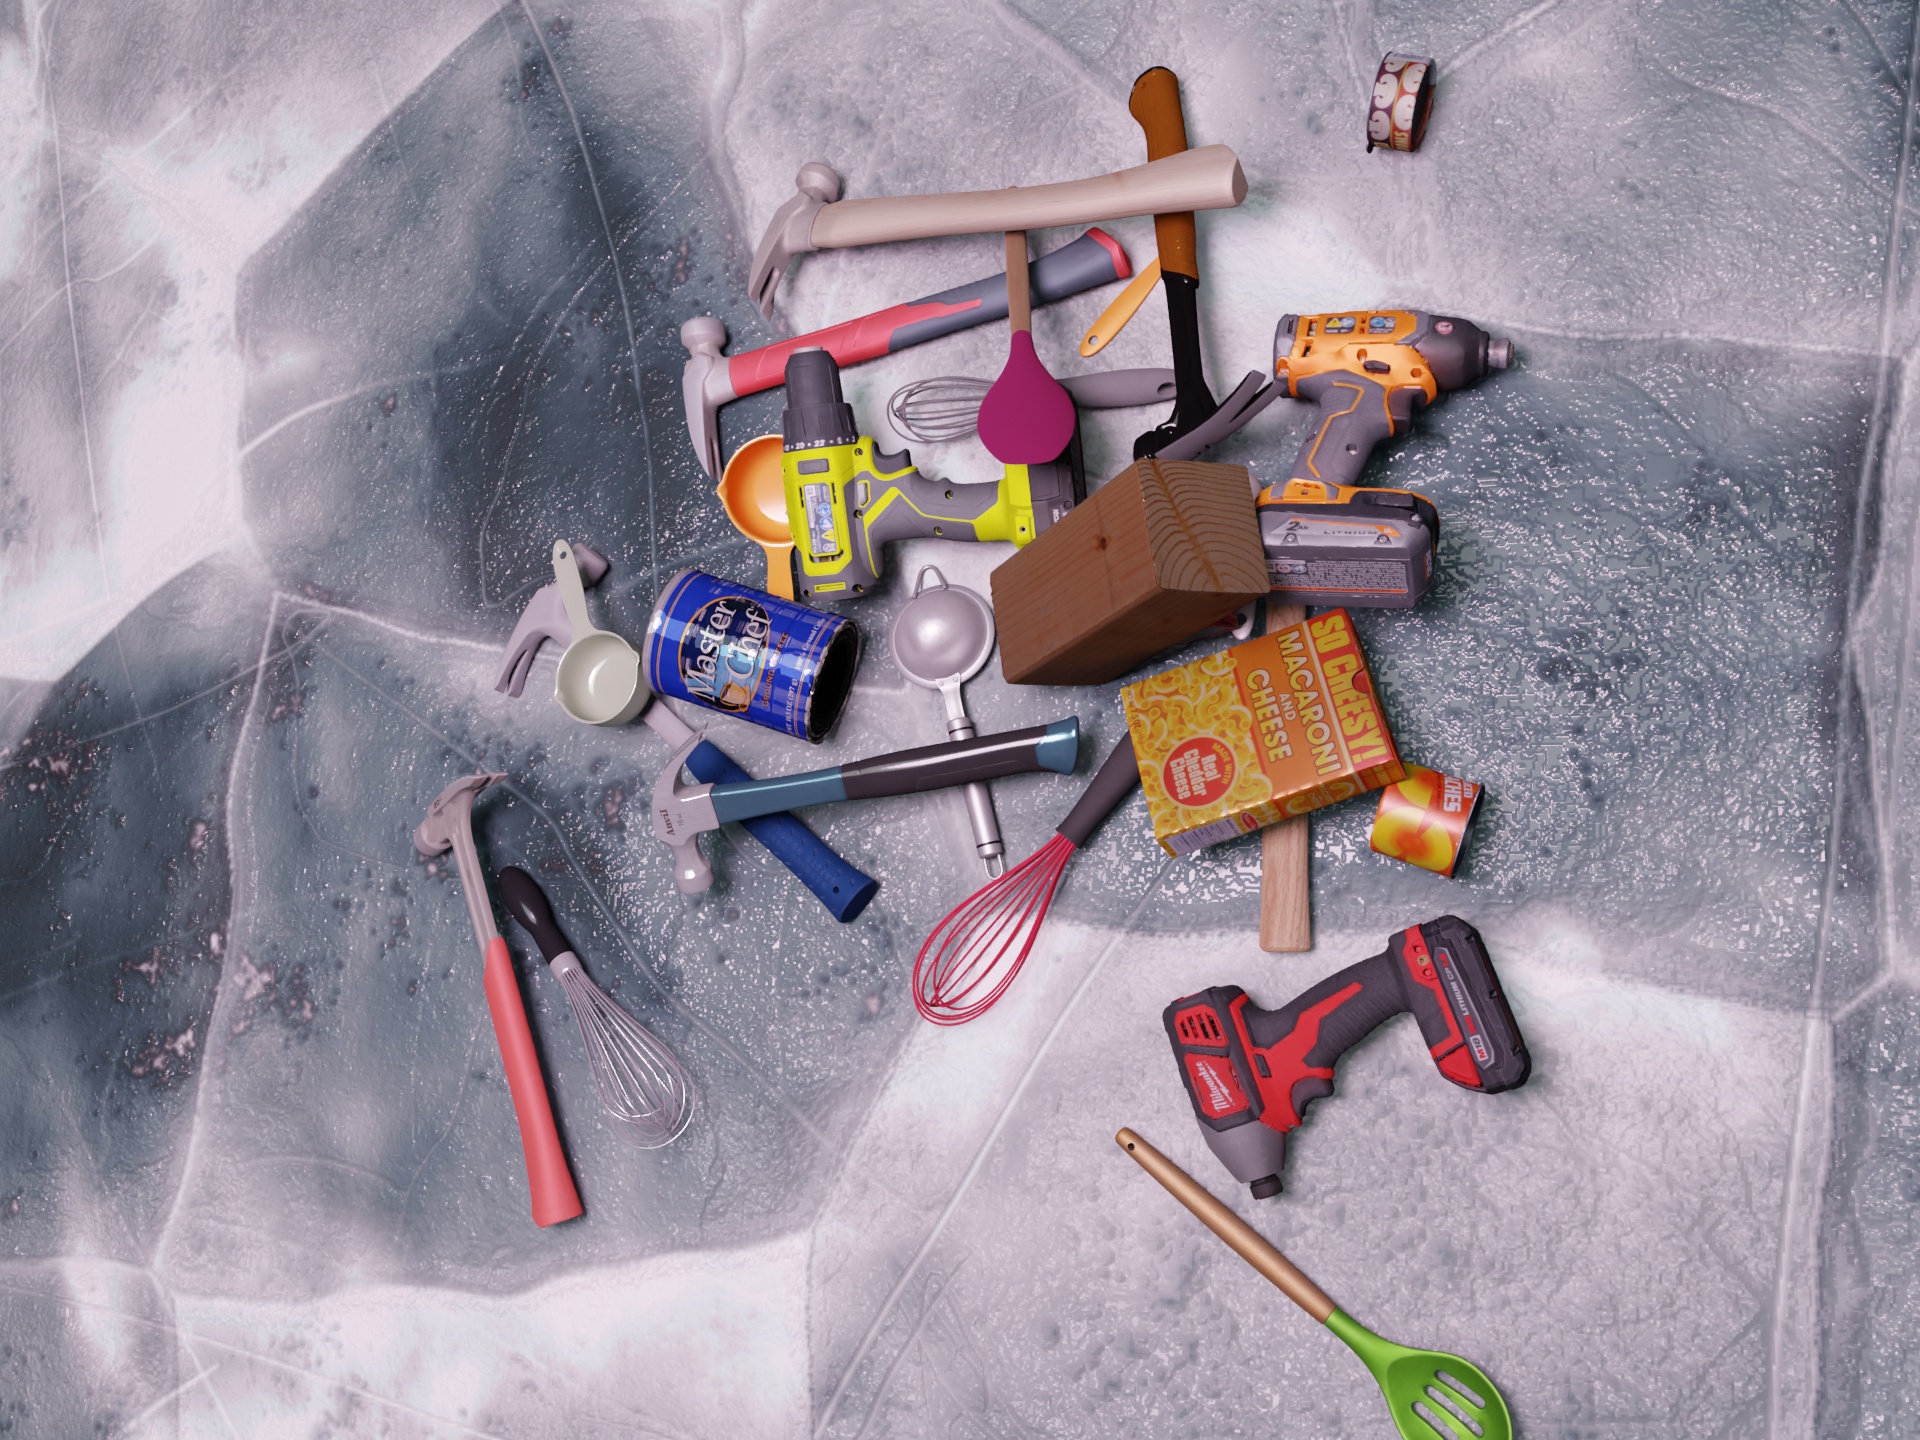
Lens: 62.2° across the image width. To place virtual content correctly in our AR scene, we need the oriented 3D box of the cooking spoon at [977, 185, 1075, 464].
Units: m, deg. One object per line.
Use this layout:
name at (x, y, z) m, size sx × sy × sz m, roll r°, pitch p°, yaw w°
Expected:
cooking spoon at (0.044, -0.300, 1.177) m, size 0.069 × 0.017 × 0.319 m, roll -4°, pitch 51°, yaw 4°

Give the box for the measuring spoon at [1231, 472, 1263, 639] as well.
measuring spoon at (0.199, -0.119, 1.134) m, size 0.034 × 0.018 × 0.124 m, roll -3°, pitch 80°, yaw 21°

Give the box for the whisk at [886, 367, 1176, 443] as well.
whisk at (0.058, -0.249, 1.234) m, size 0.239 × 0.055 × 0.055 m, roll -3°, pitch 79°, yaw 16°

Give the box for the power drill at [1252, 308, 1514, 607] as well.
power drill at (0.287, -0.190, 1.090) m, size 0.164 × 0.084 × 0.227 m, roll 3°, pitch 60°, yaw 21°

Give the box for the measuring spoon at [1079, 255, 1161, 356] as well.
measuring spoon at (0.132, -0.330, 1.237) m, size 0.021 × 0.011 × 0.117 m, roll 44°, pitch 97°, yaw 22°

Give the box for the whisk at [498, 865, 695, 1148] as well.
whisk at (-0.302, 0.223, 1.277) m, size 0.070 × 0.070 × 0.285 m, roll -45°, pitch 64°, yaw 8°

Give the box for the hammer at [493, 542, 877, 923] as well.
hammer at (-0.225, 0.024, 1.294) m, size 0.406 × 0.035 × 0.144 m, roll 40°, pitch 95°, yaw 22°

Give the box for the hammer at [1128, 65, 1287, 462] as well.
hammer at (0.165, -0.352, 1.178) m, size 0.127 × 0.034 × 0.337 m, roll -30°, pitch 55°, yaw 48°

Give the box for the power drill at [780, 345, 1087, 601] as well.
power drill at (-0.026, -0.195, 1.202) m, size 0.228 × 0.080 × 0.190 m, roll -5°, pitch 99°, yaw 13°

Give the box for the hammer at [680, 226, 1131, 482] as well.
hammer at (-0.048, -0.304, 1.287) m, size 0.386 × 0.038 × 0.143 m, roll -12°, pitch 77°, yaw 18°

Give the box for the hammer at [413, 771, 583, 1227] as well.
hammer at (-0.364, 0.225, 1.285) m, size 0.149 × 0.036 × 0.359 m, roll -32°, pitch 72°, yaw 47°

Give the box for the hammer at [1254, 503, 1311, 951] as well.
hammer at (0.233, -0.003, 1.128) m, size 0.130 × 0.031 × 0.331 m, roll -2°, pitch 80°, yaw 21°

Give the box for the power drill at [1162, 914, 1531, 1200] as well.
power drill at (0.254, 0.223, 1.056) m, size 0.219 × 0.078 × 0.143 m, roll -23°, pitch 73°, yaw 18°

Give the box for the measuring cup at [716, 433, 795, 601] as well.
measuring cup at (-0.144, -0.145, 1.290) m, size 0.095 × 0.052 × 0.173 m, roll 0°, pitch 102°, yaw 3°

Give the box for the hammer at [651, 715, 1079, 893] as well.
hammer at (-0.071, 0.045, 1.179) m, size 0.331 × 0.033 × 0.128 m, roll -10°, pitch 113°, yaw 10°

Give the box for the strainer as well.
strainer at (-0.002, -0.004, 1.214) m, size 0.087 × 0.050 × 0.258 m, roll -17°, pitch 78°, yaw 13°

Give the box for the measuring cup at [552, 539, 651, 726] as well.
measuring cup at (-0.300, -0.072, 1.301) m, size 0.083 × 0.038 × 0.168 m, roll -25°, pitch 70°, yaw 14°

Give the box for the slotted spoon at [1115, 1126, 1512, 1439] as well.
slotted spoon at (0.227, 0.377, 1.062) m, size 0.314 × 0.031 × 0.070 m, roll 37°, pitch 98°, yaw 24°

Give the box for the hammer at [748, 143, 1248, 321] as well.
hammer at (0.018, -0.382, 1.217) m, size 0.411 × 0.038 × 0.146 m, roll 5°, pitch 63°, yaw 32°

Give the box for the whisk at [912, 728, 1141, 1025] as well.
whisk at (0.065, 0.101, 1.161) m, size 0.073 × 0.073 × 0.296 m, roll 39°, pitch 89°, yaw 22°
